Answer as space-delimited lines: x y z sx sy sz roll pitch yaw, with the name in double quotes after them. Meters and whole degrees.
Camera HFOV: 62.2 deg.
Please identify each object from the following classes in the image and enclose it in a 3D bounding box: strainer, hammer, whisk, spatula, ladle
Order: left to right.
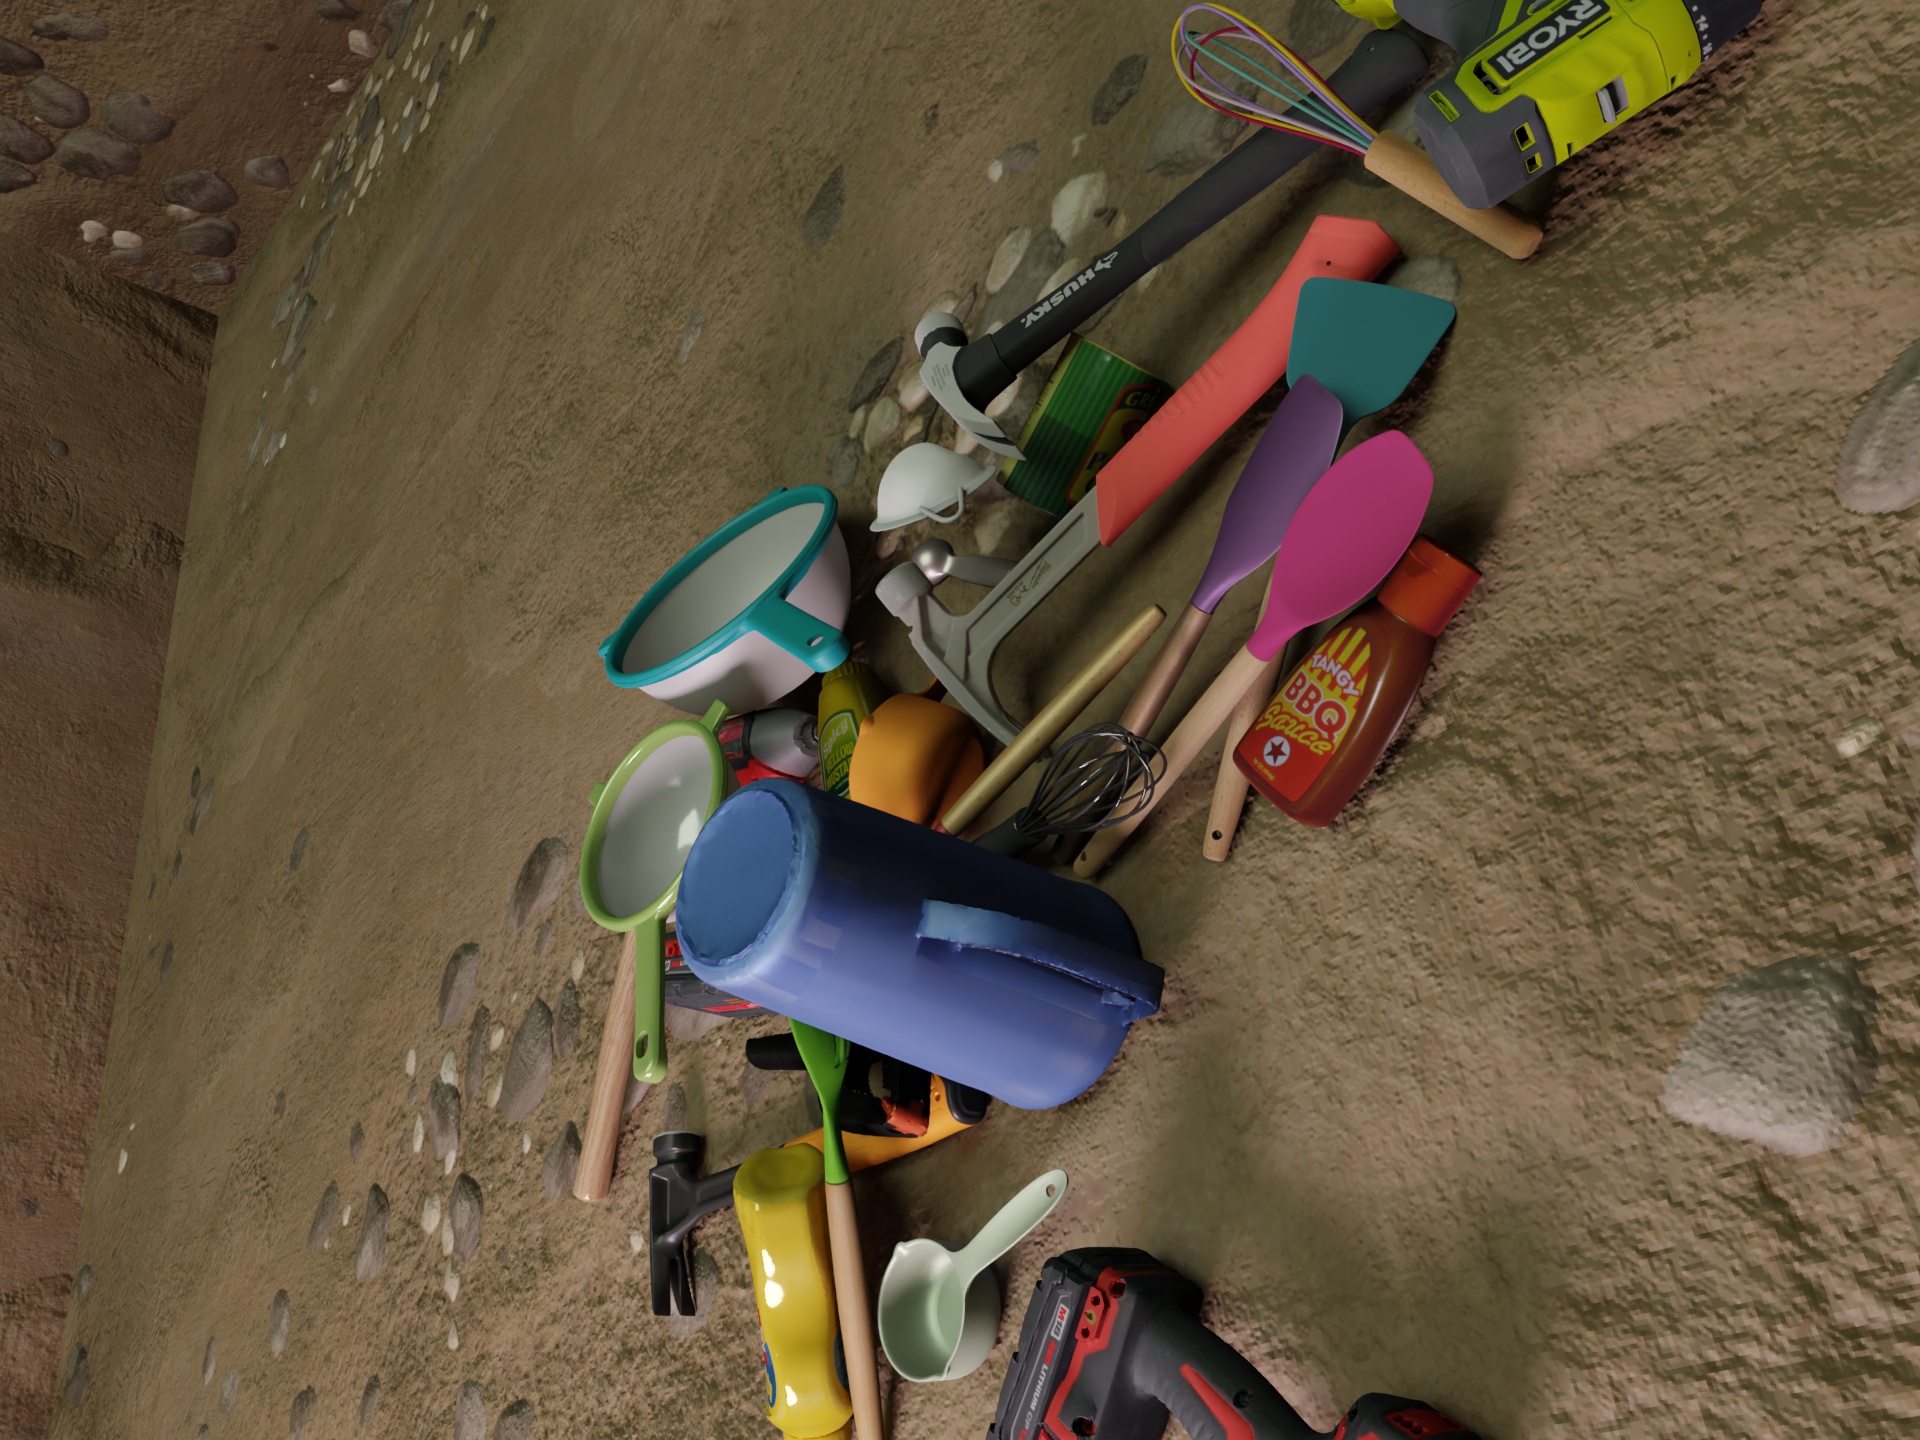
-0.254 0.206 1.222 0.130 0.031 0.331 -35 -43 -83 "hammer"
-0.184 0.123 1.053 0.151 0.069 0.257 -31 48 31 "strainer"
-0.126 -0.056 1.118 0.211 0.095 0.341 -43 27 -9 "strainer"
-0.103 0.295 1.038 0.337 0.034 0.127 -32 52 39 "hammer"
-0.029 -0.154 1.046 0.087 0.050 0.258 -27 10 -3 "strainer"
0.010 0.045 0.946 0.031 0.069 0.315 46 109 8 "ladle"
0.043 0.061 0.918 0.239 0.055 0.055 138 136 -54 "whisk"
0.114 -0.140 0.920 0.359 0.036 0.149 -44 82 20 "hammer"
0.120 -0.280 0.924 0.335 0.035 0.146 -34 42 16 "hammer"
0.121 -0.040 0.867 0.315 0.018 0.060 -63 35 29 "spatula"
0.178 -0.078 0.844 0.082 0.044 0.317 17 97 19 "spatula"
0.204 -0.311 0.846 0.245 0.051 0.047 43 114 24 "whisk"

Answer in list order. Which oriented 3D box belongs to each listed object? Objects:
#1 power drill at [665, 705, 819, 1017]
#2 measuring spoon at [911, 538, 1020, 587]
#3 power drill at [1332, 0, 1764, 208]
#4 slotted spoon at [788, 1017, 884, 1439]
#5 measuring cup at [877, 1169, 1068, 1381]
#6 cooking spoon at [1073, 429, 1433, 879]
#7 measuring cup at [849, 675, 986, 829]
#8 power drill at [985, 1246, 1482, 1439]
-0.152 0.097 1.148 0.143 0.078 0.220 -16 61 46 "power drill"
0.003 -0.105 1.082 0.124 0.018 0.034 16 88 51 "measuring spoon"
0.286 -0.376 0.786 0.190 0.080 0.229 -32 51 15 "power drill"
-0.066 0.285 0.911 0.031 0.070 0.313 -4 99 11 "slotted spoon"
0.017 0.304 0.887 0.167 0.038 0.083 -49 43 23 "measuring cup"
0.141 -0.019 0.829 0.318 0.017 0.069 -56 43 36 "cooking spoon"
-0.002 -0.003 1.015 0.052 0.095 0.174 21 70 34 "measuring cup"
0.116 0.361 0.716 0.227 0.080 0.188 17 90 49 "power drill"
